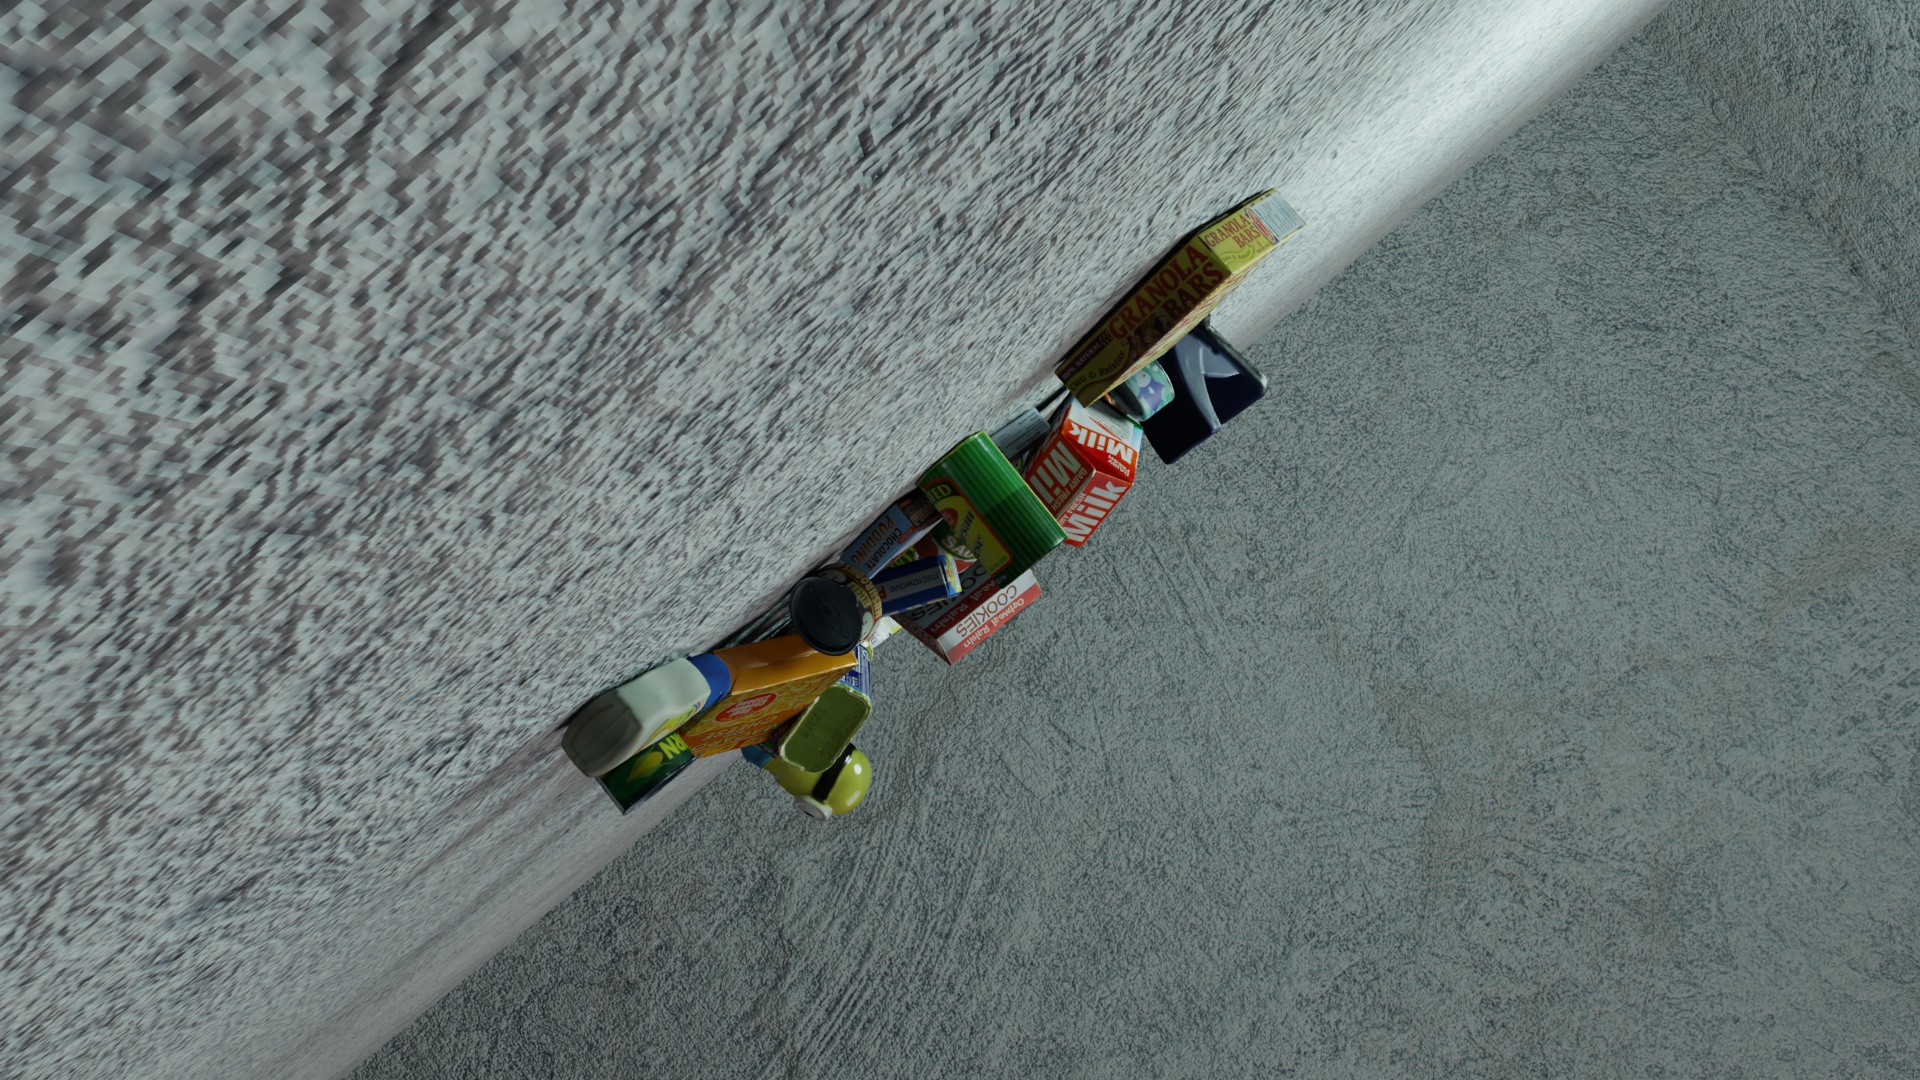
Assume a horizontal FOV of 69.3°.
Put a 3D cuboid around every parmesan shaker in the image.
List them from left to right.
[{"bbox_3d":[0.025,-0.023,1.039,0.071,0.103,0.071,-39,176,-3],"label":"parmesan shaker"}]

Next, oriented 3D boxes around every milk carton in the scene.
[{"bbox_3d":[0.097,-0.060,1.145,0.072,0.073,0.191,-52,-175,23],"label":"milk carton"}]

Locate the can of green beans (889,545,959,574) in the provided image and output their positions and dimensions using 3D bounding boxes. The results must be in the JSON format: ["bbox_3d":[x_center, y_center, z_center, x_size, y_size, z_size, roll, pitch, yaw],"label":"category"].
[{"bbox_3d":[-0.034,0.022,1.398,0.071,0.058,0.071,-39,177,-3],"label":"can of green beans"}]

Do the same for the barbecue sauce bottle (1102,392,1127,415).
[{"bbox_3d":[0.133,-0.126,1.355,0.065,0.043,0.148,-39,176,9],"label":"barbecue sauce bottle"}]

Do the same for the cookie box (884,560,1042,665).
[{"bbox_3d":[-0.009,0.052,1.458,0.123,0.040,0.168,-38,-147,-14],"label":"cookie box"}]

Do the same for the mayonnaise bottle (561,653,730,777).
[{"bbox_3d":[-0.197,0.107,0.907,0.064,0.041,0.148,-42,175,17],"label":"mayonnaise bottle"}]

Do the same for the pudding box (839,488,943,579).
[{"bbox_3d":[-0.052,-0.005,1.088,0.083,0.030,0.050,-42,177,39],"label":"pudding box"}]

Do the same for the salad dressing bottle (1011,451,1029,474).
[{"bbox_3d":[0.056,-0.031,1.284,0.064,0.044,0.148,-55,-165,30],"label":"salad dressing bottle"}]

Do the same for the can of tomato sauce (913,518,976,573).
[{"bbox_3d":[0.004,-0.015,1.218,0.071,0.071,0.082,-36,176,-44],"label":"can of tomato sauce"}]

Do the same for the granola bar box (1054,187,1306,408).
[{"bbox_3d":[0.155,-0.173,0.995,0.125,0.039,0.164,-37,176,-44],"label":"granola bar box"}]

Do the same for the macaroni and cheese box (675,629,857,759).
[{"bbox_3d":[-0.178,0.128,1.122,0.124,0.040,0.165,-9,158,-42],"label":"macaroni and cheese box"}]

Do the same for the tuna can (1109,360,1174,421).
[{"bbox_3d":[0.149,-0.138,1.189,0.033,0.071,0.071,-38,176,-7],"label":"tuna can"}]

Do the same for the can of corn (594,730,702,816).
[{"bbox_3d":[-0.234,0.155,1.012,0.071,0.058,0.071,-39,176,-3],"label":"can of corn"}]

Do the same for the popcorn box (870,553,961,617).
[{"bbox_3d":[-0.067,0.046,1.164,0.127,0.038,0.085,-17,179,6],"label":"popcorn box"}]

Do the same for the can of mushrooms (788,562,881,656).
[{"bbox_3d":[-0.094,0.052,1.067,0.070,0.071,0.033,-42,176,36],"label":"can of mushrooms"}]

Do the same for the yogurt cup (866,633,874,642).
[{"bbox_3d":[-0.113,0.081,1.314,0.053,0.072,0.073,-50,172,29],"label":"yogurt cup"}]

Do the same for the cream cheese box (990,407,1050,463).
[{"bbox_3d":[0.023,-0.066,1.133,0.104,0.024,0.053,-37,175,-31],"label":"cream cheese box"}]

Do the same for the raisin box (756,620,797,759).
[{"bbox_3d":[-0.158,0.133,1.279,0.123,0.086,0.040,-40,-156,15],"label":"raisin box"}]
